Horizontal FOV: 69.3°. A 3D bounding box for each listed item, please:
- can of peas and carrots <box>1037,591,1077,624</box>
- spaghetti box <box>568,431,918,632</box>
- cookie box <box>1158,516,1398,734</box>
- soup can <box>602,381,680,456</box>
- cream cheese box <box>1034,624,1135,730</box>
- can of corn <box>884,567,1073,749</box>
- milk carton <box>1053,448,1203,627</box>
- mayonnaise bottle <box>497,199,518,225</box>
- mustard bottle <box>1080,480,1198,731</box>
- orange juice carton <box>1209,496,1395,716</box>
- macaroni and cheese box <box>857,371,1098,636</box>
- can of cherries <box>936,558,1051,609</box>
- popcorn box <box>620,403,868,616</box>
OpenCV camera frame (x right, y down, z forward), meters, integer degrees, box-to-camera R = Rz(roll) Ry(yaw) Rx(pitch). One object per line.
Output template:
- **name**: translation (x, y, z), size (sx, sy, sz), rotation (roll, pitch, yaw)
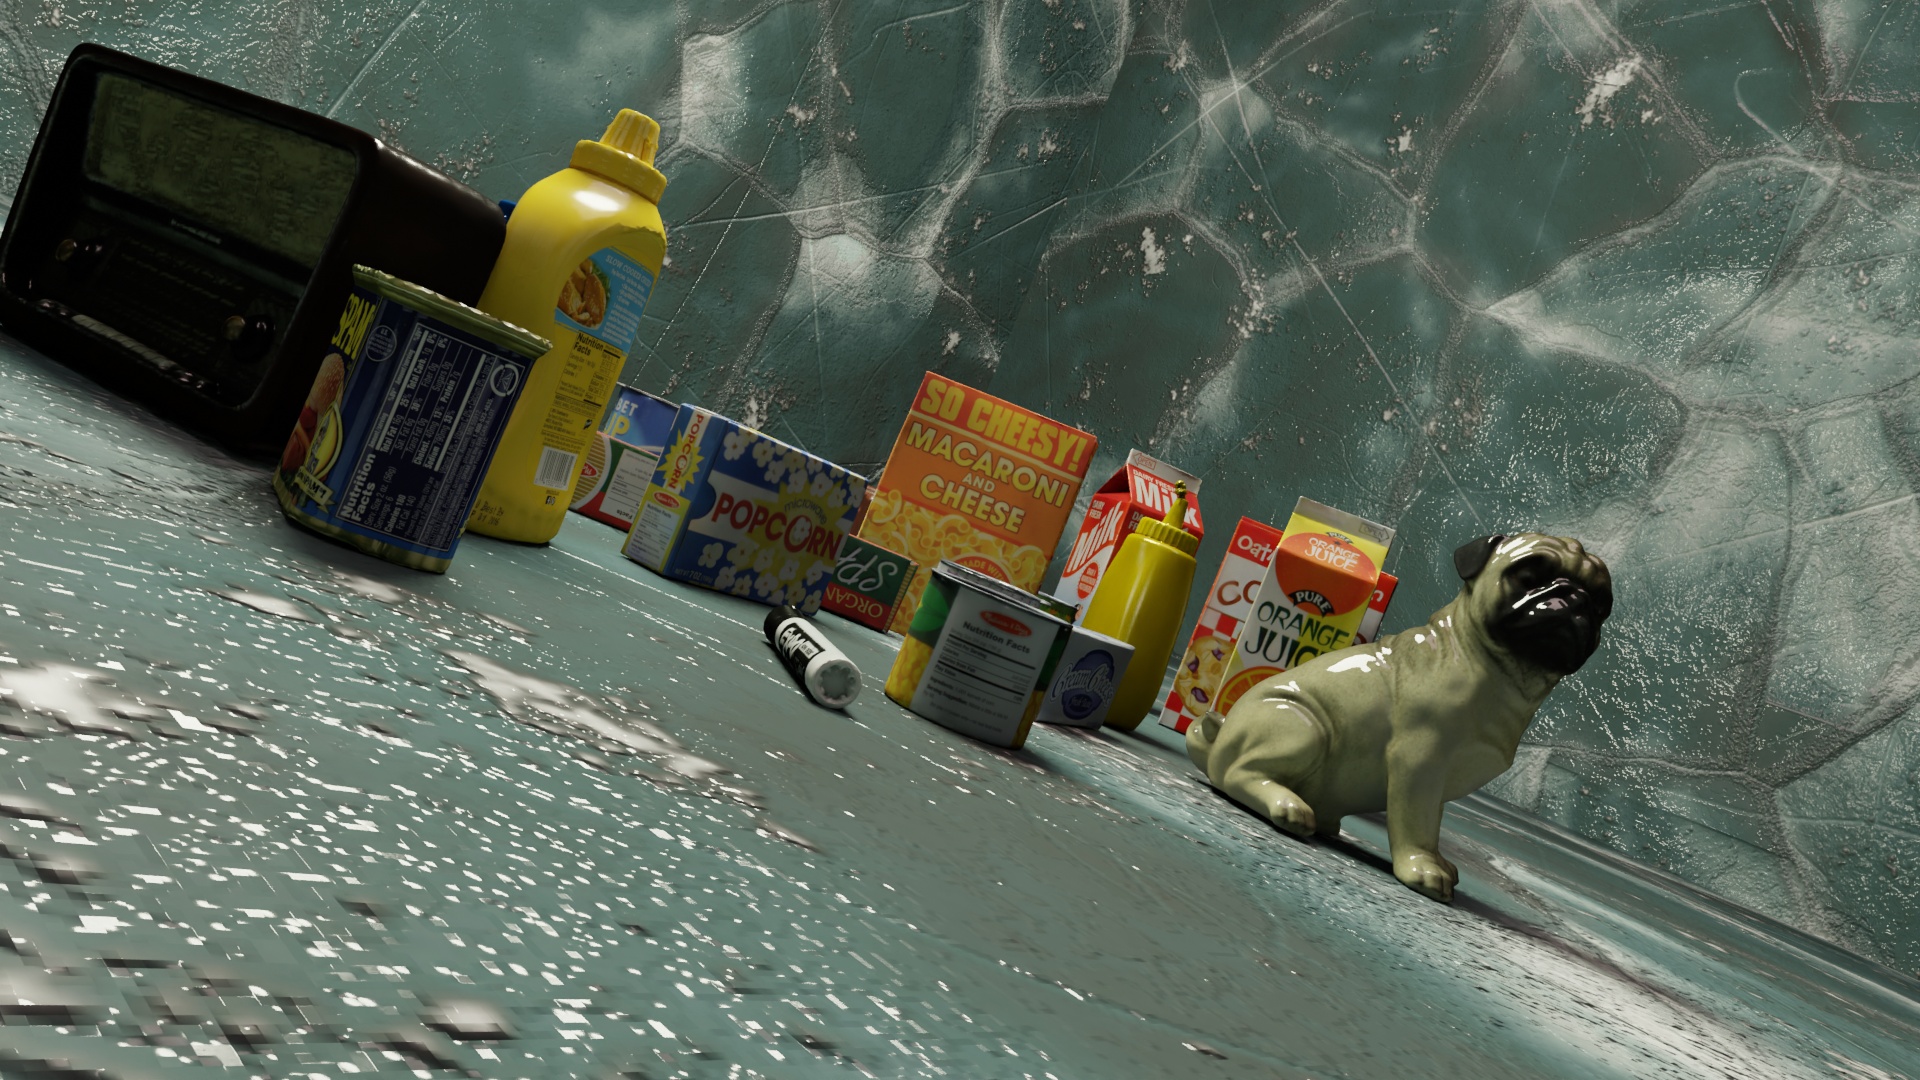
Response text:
- **can of peas and carrots**: translation (0.042, 0.062, 1.006), size (0.071, 0.058, 0.071), rotation (22, 0, 0)
- **spaghetti box**: translation (-0.150, -0.011, 0.849), size (0.250, 0.050, 0.028), rotation (22, 0, -9)
- **cookie box**: translation (0.236, 0.083, 1.035), size (0.123, 0.167, 0.040), rotation (22, 0, 11)
- **soup can**: translation (-0.229, -0.063, 0.993), size (0.071, 0.083, 0.071), rotation (22, 0, 0)
- **cream cheese box**: translation (0.061, 0.074, 0.767), size (0.024, 0.053, 0.104), rotation (22, 0, 28)
- **can of corn**: translation (0.007, 0.051, 0.602), size (0.071, 0.058, 0.071), rotation (22, 0, 0)
- **milk carton**: translation (0.132, 0.027, 1.118), size (0.072, 0.190, 0.073), rotation (23, 0, -20)
- **mayonnaise bottle**: translation (-0.257, -0.107, 0.745), size (0.065, 0.148, 0.041), rotation (22, 0, 36)
- **mustard bottle**: translation (0.115, 0.038, 0.878), size (0.049, 0.160, 0.065), rotation (23, 0, -24)
- **orange juice carton**: translation (0.235, 0.069, 0.972), size (0.072, 0.192, 0.073), rotation (22, 0, 14)
- **macaroni and cheese box**: translation (0.003, -0.012, 0.917), size (0.124, 0.166, 0.040), rotation (22, 0, 6)
- **can of cherries**: translation (0.010, 0.050, 0.824), size (0.071, 0.058, 0.071), rotation (22, 0, 0)
- **popcorn box**: translation (-0.111, -0.013, 0.744), size (0.038, 0.085, 0.126), rotation (22, 0, 34)
